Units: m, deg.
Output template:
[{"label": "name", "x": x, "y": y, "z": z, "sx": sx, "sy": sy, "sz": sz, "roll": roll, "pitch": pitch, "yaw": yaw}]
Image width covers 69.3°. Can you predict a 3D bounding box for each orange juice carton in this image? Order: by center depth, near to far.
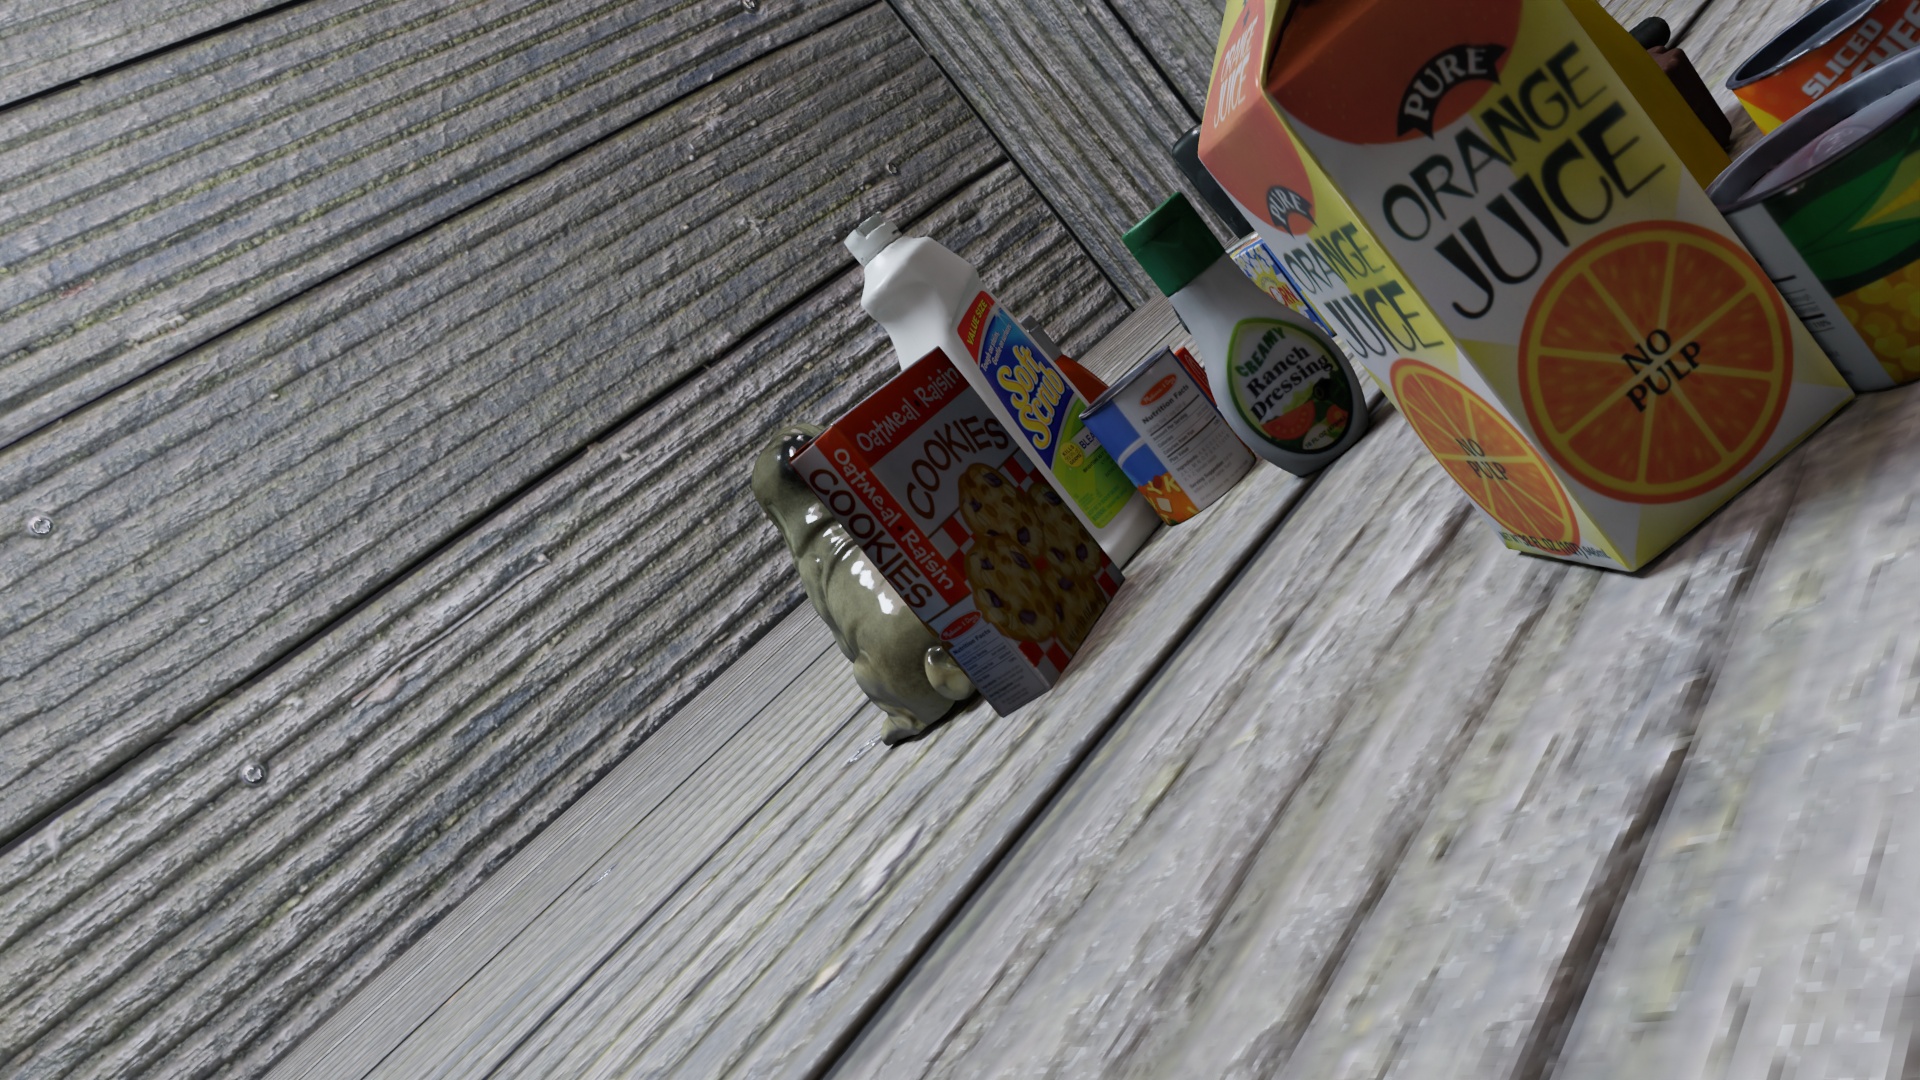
[{"label": "orange juice carton", "x": 0.130, "y": -0.089, "z": 0.366, "sx": 0.073, "sy": 0.192, "sz": 0.072, "roll": -39, "pitch": 5, "yaw": 0}]

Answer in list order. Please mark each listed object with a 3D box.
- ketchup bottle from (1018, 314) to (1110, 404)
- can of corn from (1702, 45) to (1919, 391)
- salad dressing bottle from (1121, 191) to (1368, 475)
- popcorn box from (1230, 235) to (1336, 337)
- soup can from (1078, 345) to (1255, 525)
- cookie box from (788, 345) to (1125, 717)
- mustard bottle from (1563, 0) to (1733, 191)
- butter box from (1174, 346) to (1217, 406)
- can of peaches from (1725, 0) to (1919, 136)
[{"label": "ketchup bottle", "x": 0.083, "y": -0.094, "z": 0.994, "sx": 0.065, "sy": 0.148, "sz": 0.043, "roll": -40, "pitch": 5, "yaw": -8}, {"label": "can of corn", "x": 0.230, "y": -0.080, "z": 0.338, "sx": 0.071, "sy": 0.058, "sz": 0.071, "roll": -39, "pitch": 5, "yaw": 4}, {"label": "salad dressing bottle", "x": 0.137, "y": -0.101, "z": 0.678, "sx": 0.064, "sy": 0.147, "sz": 0.044, "roll": -39, "pitch": 5, "yaw": 7}, {"label": "popcorn box", "x": 0.246, "y": -0.191, "z": 1.035, "sx": 0.038, "sy": 0.085, "sz": 0.127, "roll": -39, "pitch": 5, "yaw": 0}, {"label": "soup can", "x": 0.119, "y": -0.060, "z": 0.808, "sx": 0.071, "sy": 0.083, "sz": 0.071, "roll": -39, "pitch": 5, "yaw": 4}, {"label": "cookie box", "x": 0.003, "y": -0.009, "z": 0.723, "sx": 0.040, "sy": 0.167, "sz": 0.123, "roll": -36, "pitch": 6, "yaw": 35}, {"label": "mustard bottle", "x": 0.226, "y": -0.163, "z": 0.513, "sx": 0.049, "sy": 0.160, "sz": 0.065, "roll": -39, "pitch": 5, "yaw": 8}, {"label": "butter box", "x": 0.156, "y": -0.106, "z": 1.121, "sx": 0.103, "sy": 0.053, "sz": 0.024, "roll": -36, "pitch": 6, "yaw": 37}, {"label": "can of peaches", "x": 0.295, "y": -0.145, "z": 0.447, "sx": 0.071, "sy": 0.058, "sz": 0.071, "roll": -39, "pitch": 5, "yaw": 4}]
